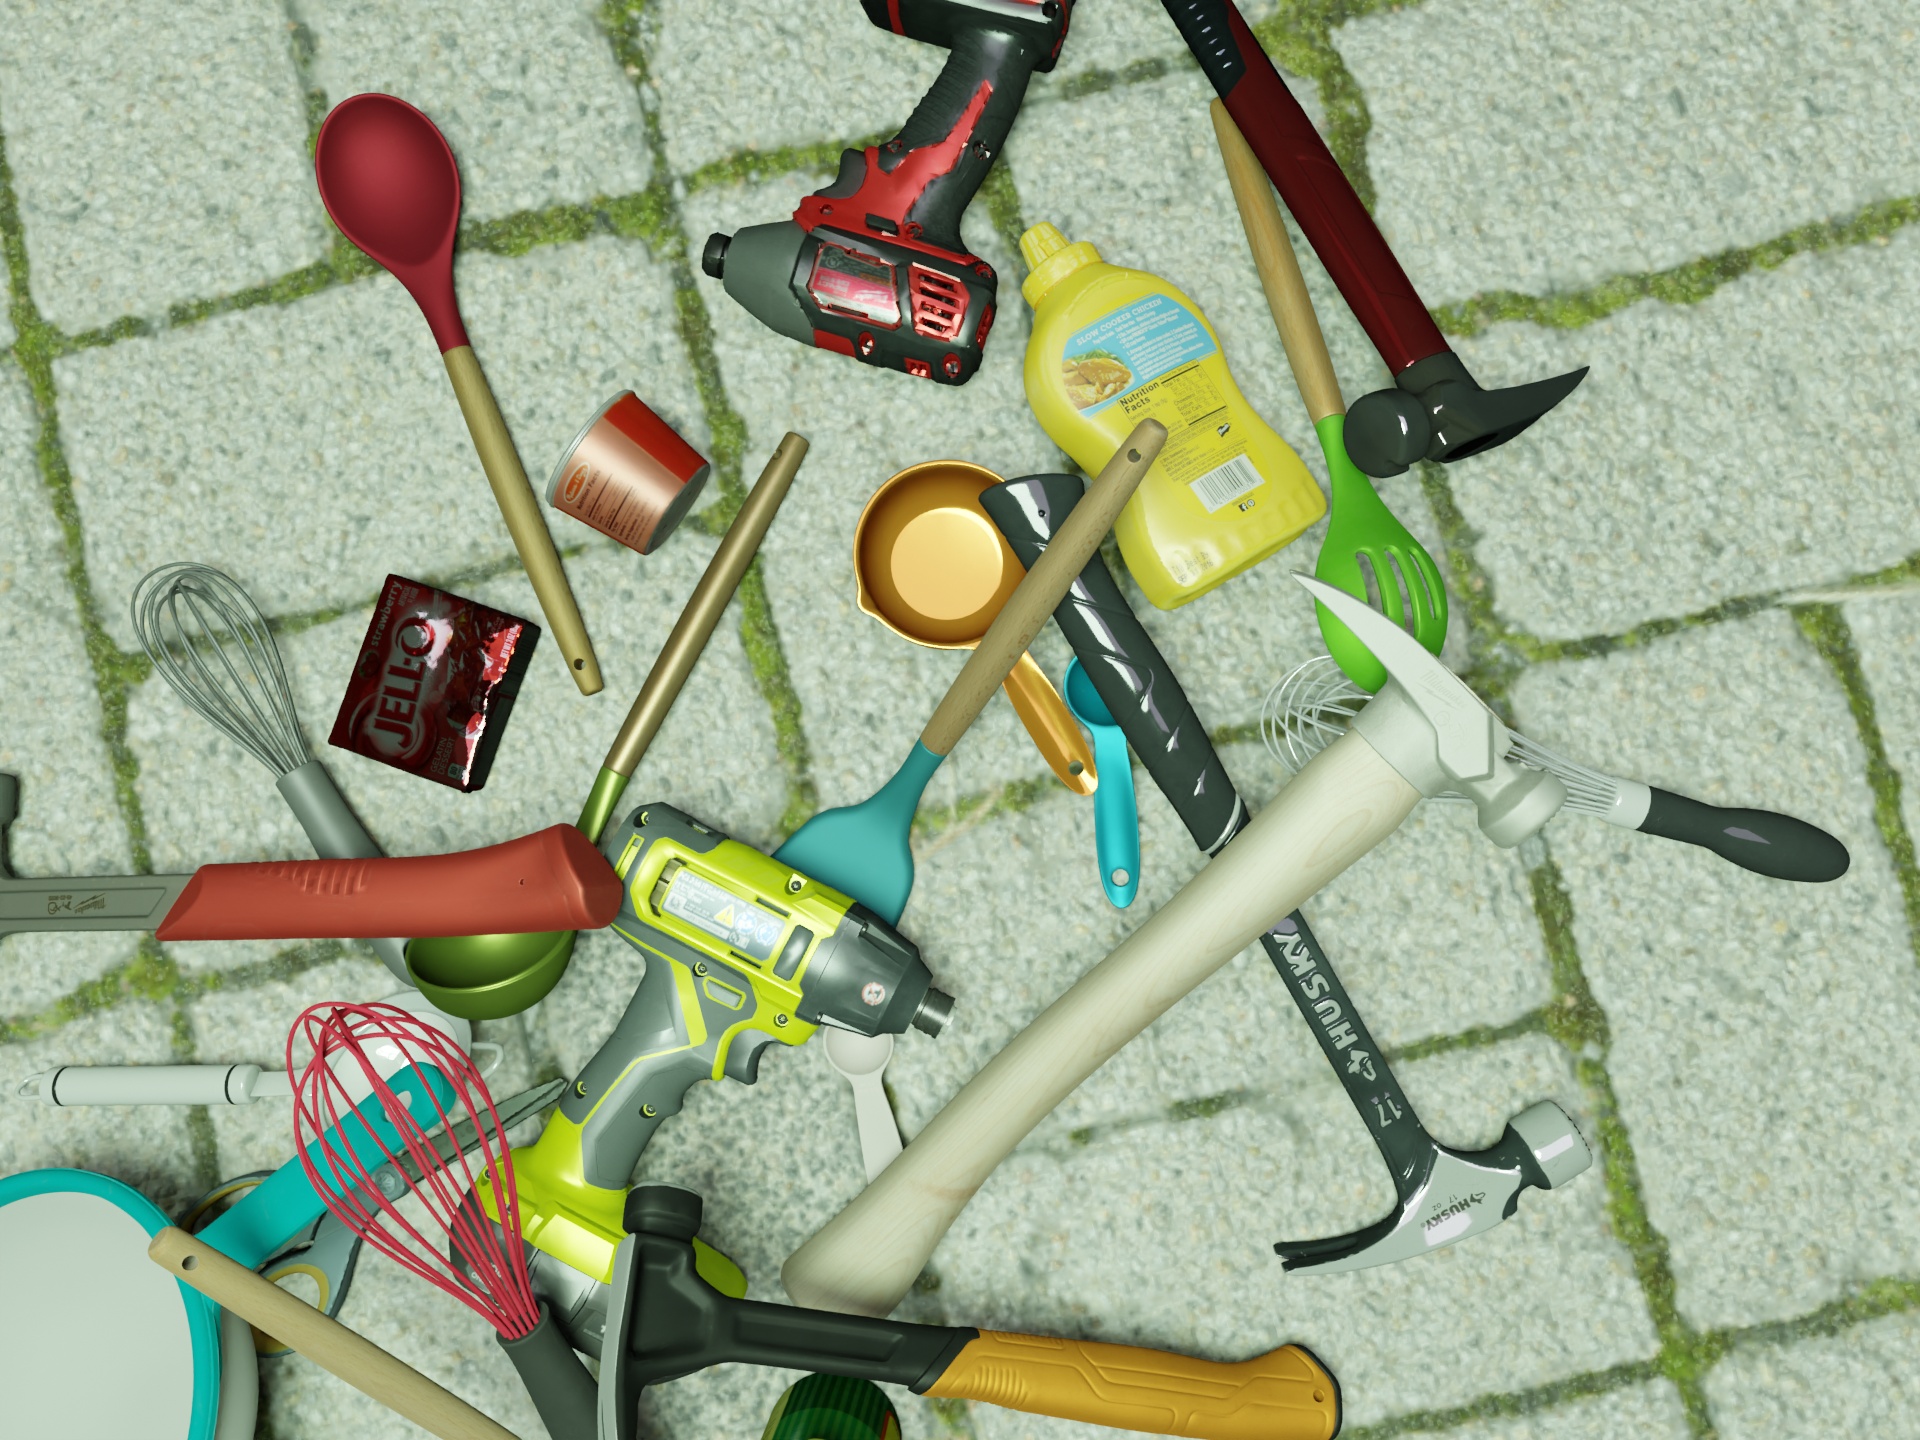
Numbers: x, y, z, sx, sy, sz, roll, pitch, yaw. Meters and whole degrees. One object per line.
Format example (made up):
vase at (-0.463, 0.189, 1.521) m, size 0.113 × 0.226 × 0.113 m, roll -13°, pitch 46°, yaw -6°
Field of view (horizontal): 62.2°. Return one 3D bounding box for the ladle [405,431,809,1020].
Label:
ladle at (-0.160, -0.003, 0.758) m, size 0.078 × 0.062 × 0.320 m, roll 23°, pitch 82°, yaw 40°

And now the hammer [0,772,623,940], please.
hammer at (-0.324, 0.092, 0.726) m, size 0.359 × 0.036 × 0.149 m, roll -3°, pitch 84°, yaw 16°

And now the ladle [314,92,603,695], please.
ladle at (-0.239, -0.159, 0.786) m, size 0.069 × 0.031 × 0.315 m, roll -22°, pitch 87°, yaw 3°

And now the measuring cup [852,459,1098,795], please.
measuring cup at (0.015, -0.041, 0.757) m, size 0.095 × 0.052 × 0.173 m, roll -31°, pitch 93°, yaw -1°

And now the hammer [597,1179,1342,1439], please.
hammer at (0.015, 0.283, 0.676) m, size 0.336 × 0.034 × 0.127 m, roll 14°, pitch 50°, yaw -18°

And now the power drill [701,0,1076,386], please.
power drill at (-0.032, -0.282, 0.764) m, size 0.143 × 0.078 × 0.219 m, roll 16°, pitch 89°, yaw 4°

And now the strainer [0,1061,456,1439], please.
strainer at (-0.343, 0.272, 0.708) m, size 0.340 × 0.095 × 0.211 m, roll -39°, pitch 63°, yaw -1°

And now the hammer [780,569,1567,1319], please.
hammer at (0.060, 0.119, 0.702) m, size 0.146 × 0.038 × 0.410 m, roll 45°, pitch 103°, yaw 3°

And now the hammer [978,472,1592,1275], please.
hammer at (0.124, 0.067, 0.725) m, size 0.149 × 0.036 × 0.409 m, roll -31°, pitch 93°, yaw 2°

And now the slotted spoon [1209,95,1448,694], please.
slotted spoon at (0.163, -0.162, 0.741) m, size 0.070 × 0.031 × 0.314 m, roll -6°, pitch 71°, yaw -22°

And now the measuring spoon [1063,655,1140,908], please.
measuring spoon at (0.074, 0.026, 0.768) m, size 0.042 × 0.021 × 0.128 m, roll -3°, pitch 95°, yaw 10°

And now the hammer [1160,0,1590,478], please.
hammer at (0.156, -0.295, 0.762) m, size 0.143 × 0.038 × 0.386 m, roll -20°, pitch 76°, yaw -32°

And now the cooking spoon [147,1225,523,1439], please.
cooking spoon at (-0.210, 0.302, 0.679) m, size 0.069 × 0.017 × 0.318 m, roll -51°, pitch 118°, yaw -15°

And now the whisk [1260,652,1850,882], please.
whisk at (0.277, 0.030, 0.741) m, size 0.284 × 0.070 × 0.070 m, roll 16°, pitch 87°, yaw -2°

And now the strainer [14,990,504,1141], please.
strainer at (-0.332, 0.173, 0.759) m, size 0.258 × 0.050 × 0.087 m, roll -2°, pitch 49°, yaw 8°

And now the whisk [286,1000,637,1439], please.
whisk at (-0.187, 0.231, 0.646) m, size 0.073 × 0.073 × 0.295 m, roll -21°, pitch 113°, yaw 1°

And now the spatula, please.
spatula at (-0.001, -0.002, 0.712) m, size 0.082 × 0.044 × 0.317 m, roll 36°, pitch 119°, yaw 3°

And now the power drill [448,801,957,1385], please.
power drill at (-0.118, 0.172, 0.723) m, size 0.171 × 0.080 × 0.223 m, roll 27°, pitch 90°, yaw 3°

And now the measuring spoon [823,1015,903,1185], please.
measuring spoon at (-0.038, 0.196, 0.761) m, size 0.034 × 0.018 × 0.124 m, roll -12°, pitch 92°, yaw 9°

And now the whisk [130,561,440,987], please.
whisk at (-0.321, 0.028, 0.766) m, size 0.055 × 0.055 × 0.239 m, roll -33°, pitch 89°, yaw 0°
